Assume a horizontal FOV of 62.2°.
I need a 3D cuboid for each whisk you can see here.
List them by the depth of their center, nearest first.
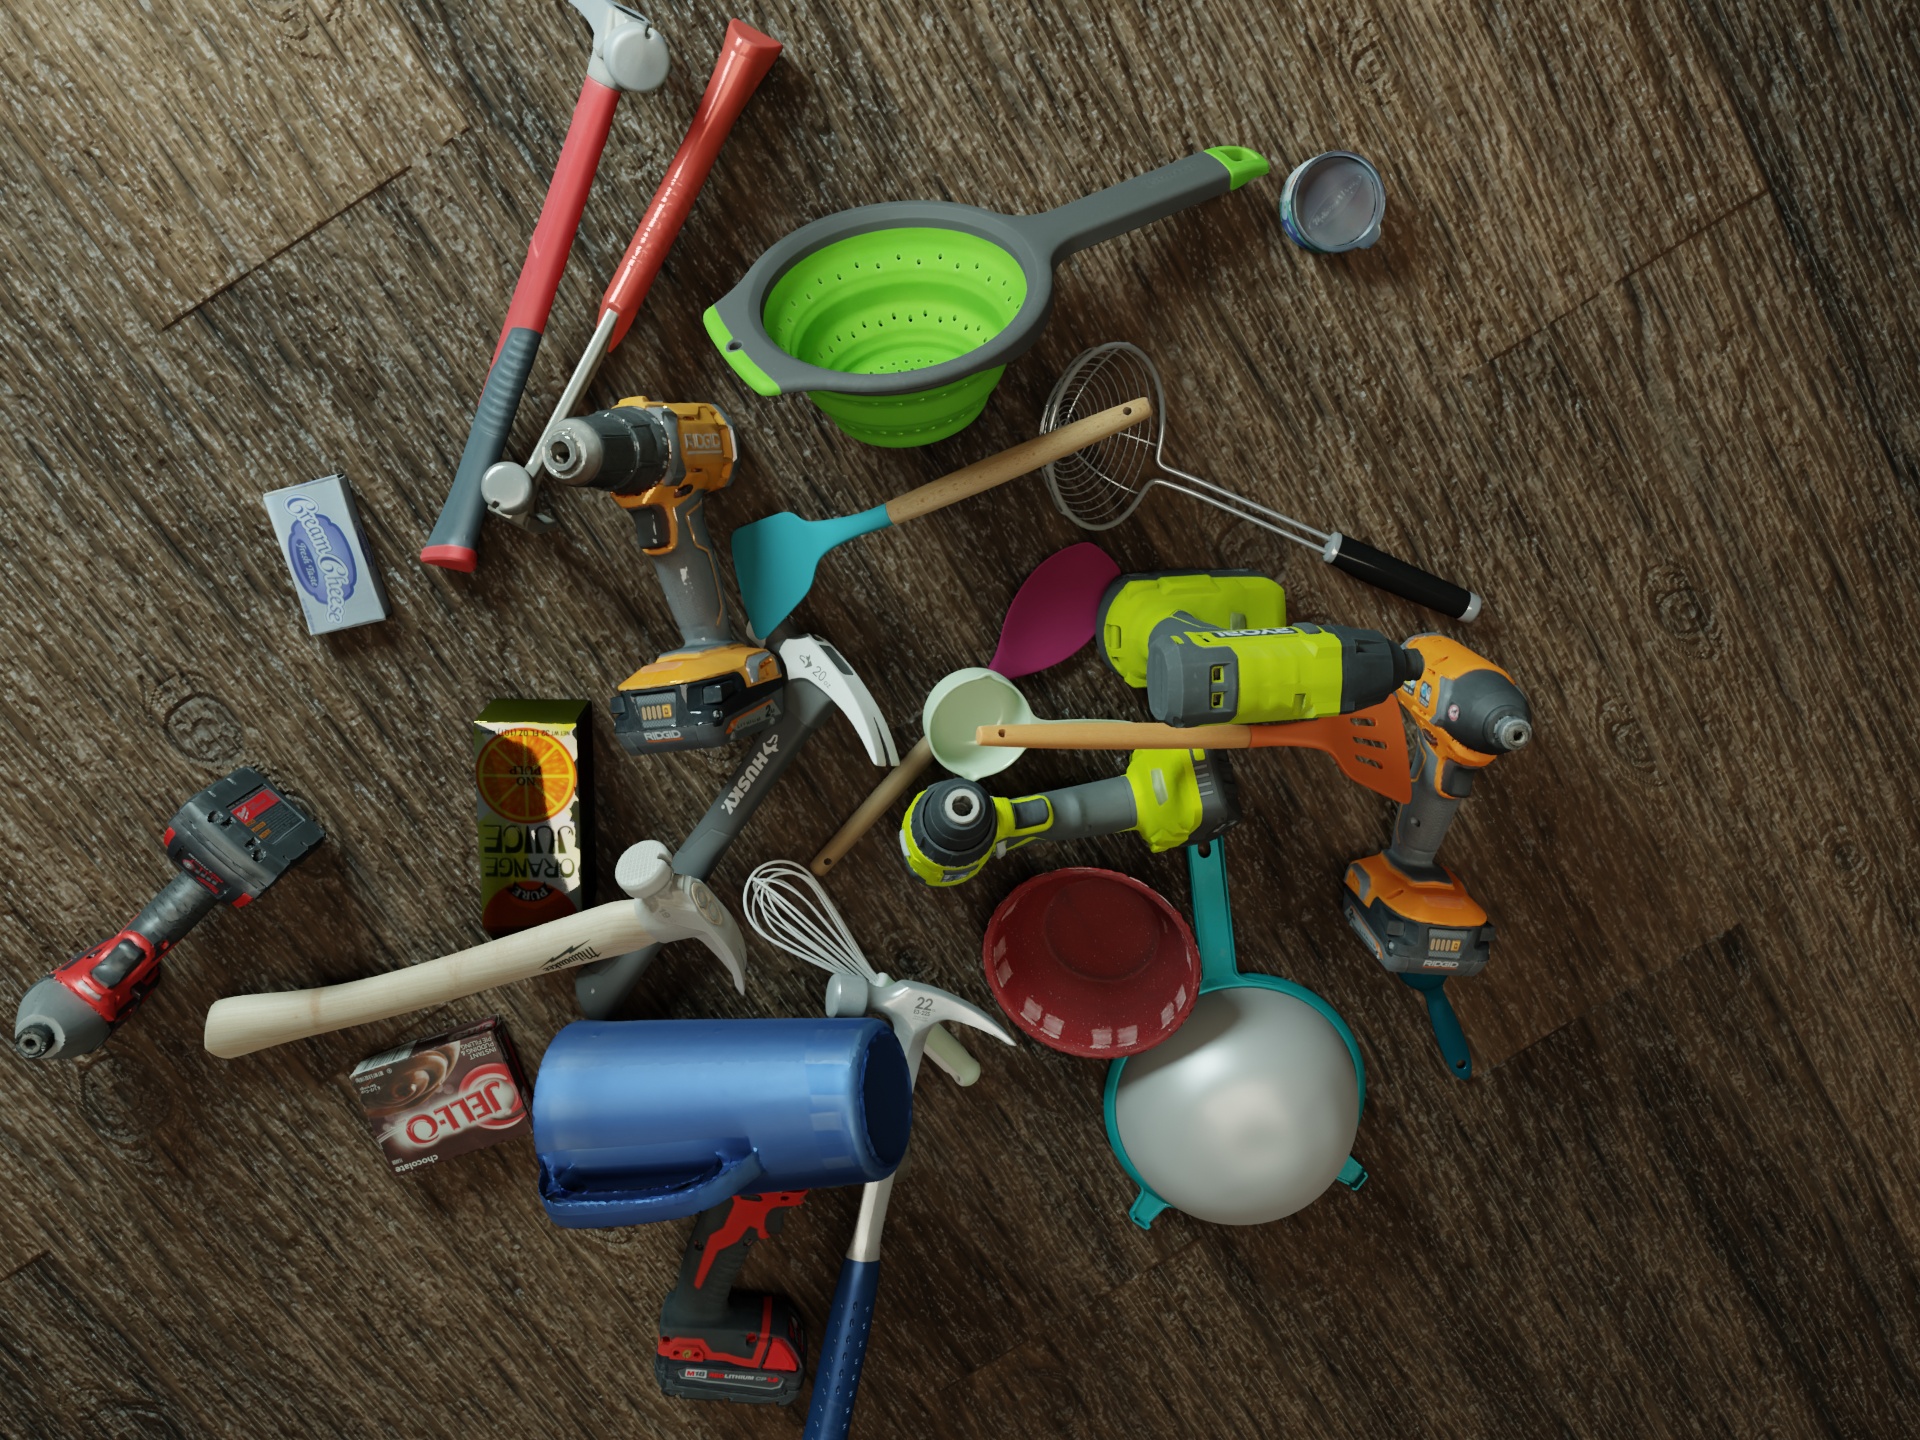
[{"bbox_3d":[-0.071,0.195,1.198,0.246,0.058,0.059,46,66,-17],"label":"whisk"}]

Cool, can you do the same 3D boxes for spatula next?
[{"bbox_3d":[-0.020,-0.146,1.057,0.317,0.044,0.082,-20,77,17],"label":"spatula"},{"bbox_3d":[0.164,0.014,1.058,0.322,0.041,0.081,0,73,-15],"label":"spatula"}]

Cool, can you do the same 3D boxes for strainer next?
[{"bbox_3d":[0.211,0.248,1.207,0.211,0.095,0.340,-10,106,-2],"label":"strainer"}]

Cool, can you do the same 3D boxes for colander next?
[{"bbox_3d":[0.033,-0.279,1.060,0.397,0.205,0.094,-25,140,-14],"label":"colander"}]

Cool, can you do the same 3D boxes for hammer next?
[{"bbox_3d":[-0.213,-0.289,1.045,0.036,0.149,0.359,27,89,-7],"label":"hammer"},{"bbox_3d":[-0.286,-0.277,1.046,0.038,0.143,0.386,11,116,-33],"label":"hammer"},{"bbox_3d":[-0.354,0.187,1.130,0.410,0.038,0.146,-16,135,15],"label":"hammer"},{"bbox_3d":[-0.177,0.090,1.145,0.146,0.035,0.334,42,105,21],"label":"hammer"},{"bbox_3d":[-0.065,0.392,1.190,0.144,0.035,0.405,10,96,-16],"label":"hammer"}]

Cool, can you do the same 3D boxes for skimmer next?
[{"bbox_3d":[0.218,-0.146,1.110,0.363,0.090,0.127,22,87,-11],"label":"skimmer"}]

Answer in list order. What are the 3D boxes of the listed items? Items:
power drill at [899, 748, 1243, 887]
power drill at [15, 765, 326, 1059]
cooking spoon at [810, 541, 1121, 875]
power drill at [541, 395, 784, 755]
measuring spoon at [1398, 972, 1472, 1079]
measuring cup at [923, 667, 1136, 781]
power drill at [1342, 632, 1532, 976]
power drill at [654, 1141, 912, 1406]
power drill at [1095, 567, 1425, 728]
[{"bbox_3d":[0.072,0.060,1.106,0.228,0.190,0.080,-11,78,-7],"label":"power drill"},{"bbox_3d":[-0.554,0.142,1.096,0.219,0.143,0.078,-44,101,4],"label":"power drill"},{"bbox_3d":[-0.002,-0.004,1.166,0.068,0.017,0.319,40,98,-23],"label":"cooking spoon"},{"bbox_3d":[-0.192,-0.095,1.026,0.084,0.185,0.226,-6,97,20],"label":"power drill"},{"bbox_3d":[0.382,0.232,1.254,0.042,0.021,0.128,-23,104,2],"label":"measuring spoon"},{"bbox_3d":[0.053,0.001,1.152,0.167,0.038,0.083,3,110,-17],"label":"measuring cup"},{"bbox_3d":[0.346,0.064,1.138,0.084,0.164,0.226,5,106,-8],"label":"power drill"},{"bbox_3d":[-0.142,0.406,1.231,0.188,0.080,0.226,7,100,-7],"label":"power drill"},{"bbox_3d":[0.189,-0.048,1.060,0.171,0.223,0.080,-4,104,-9],"label":"power drill"}]
